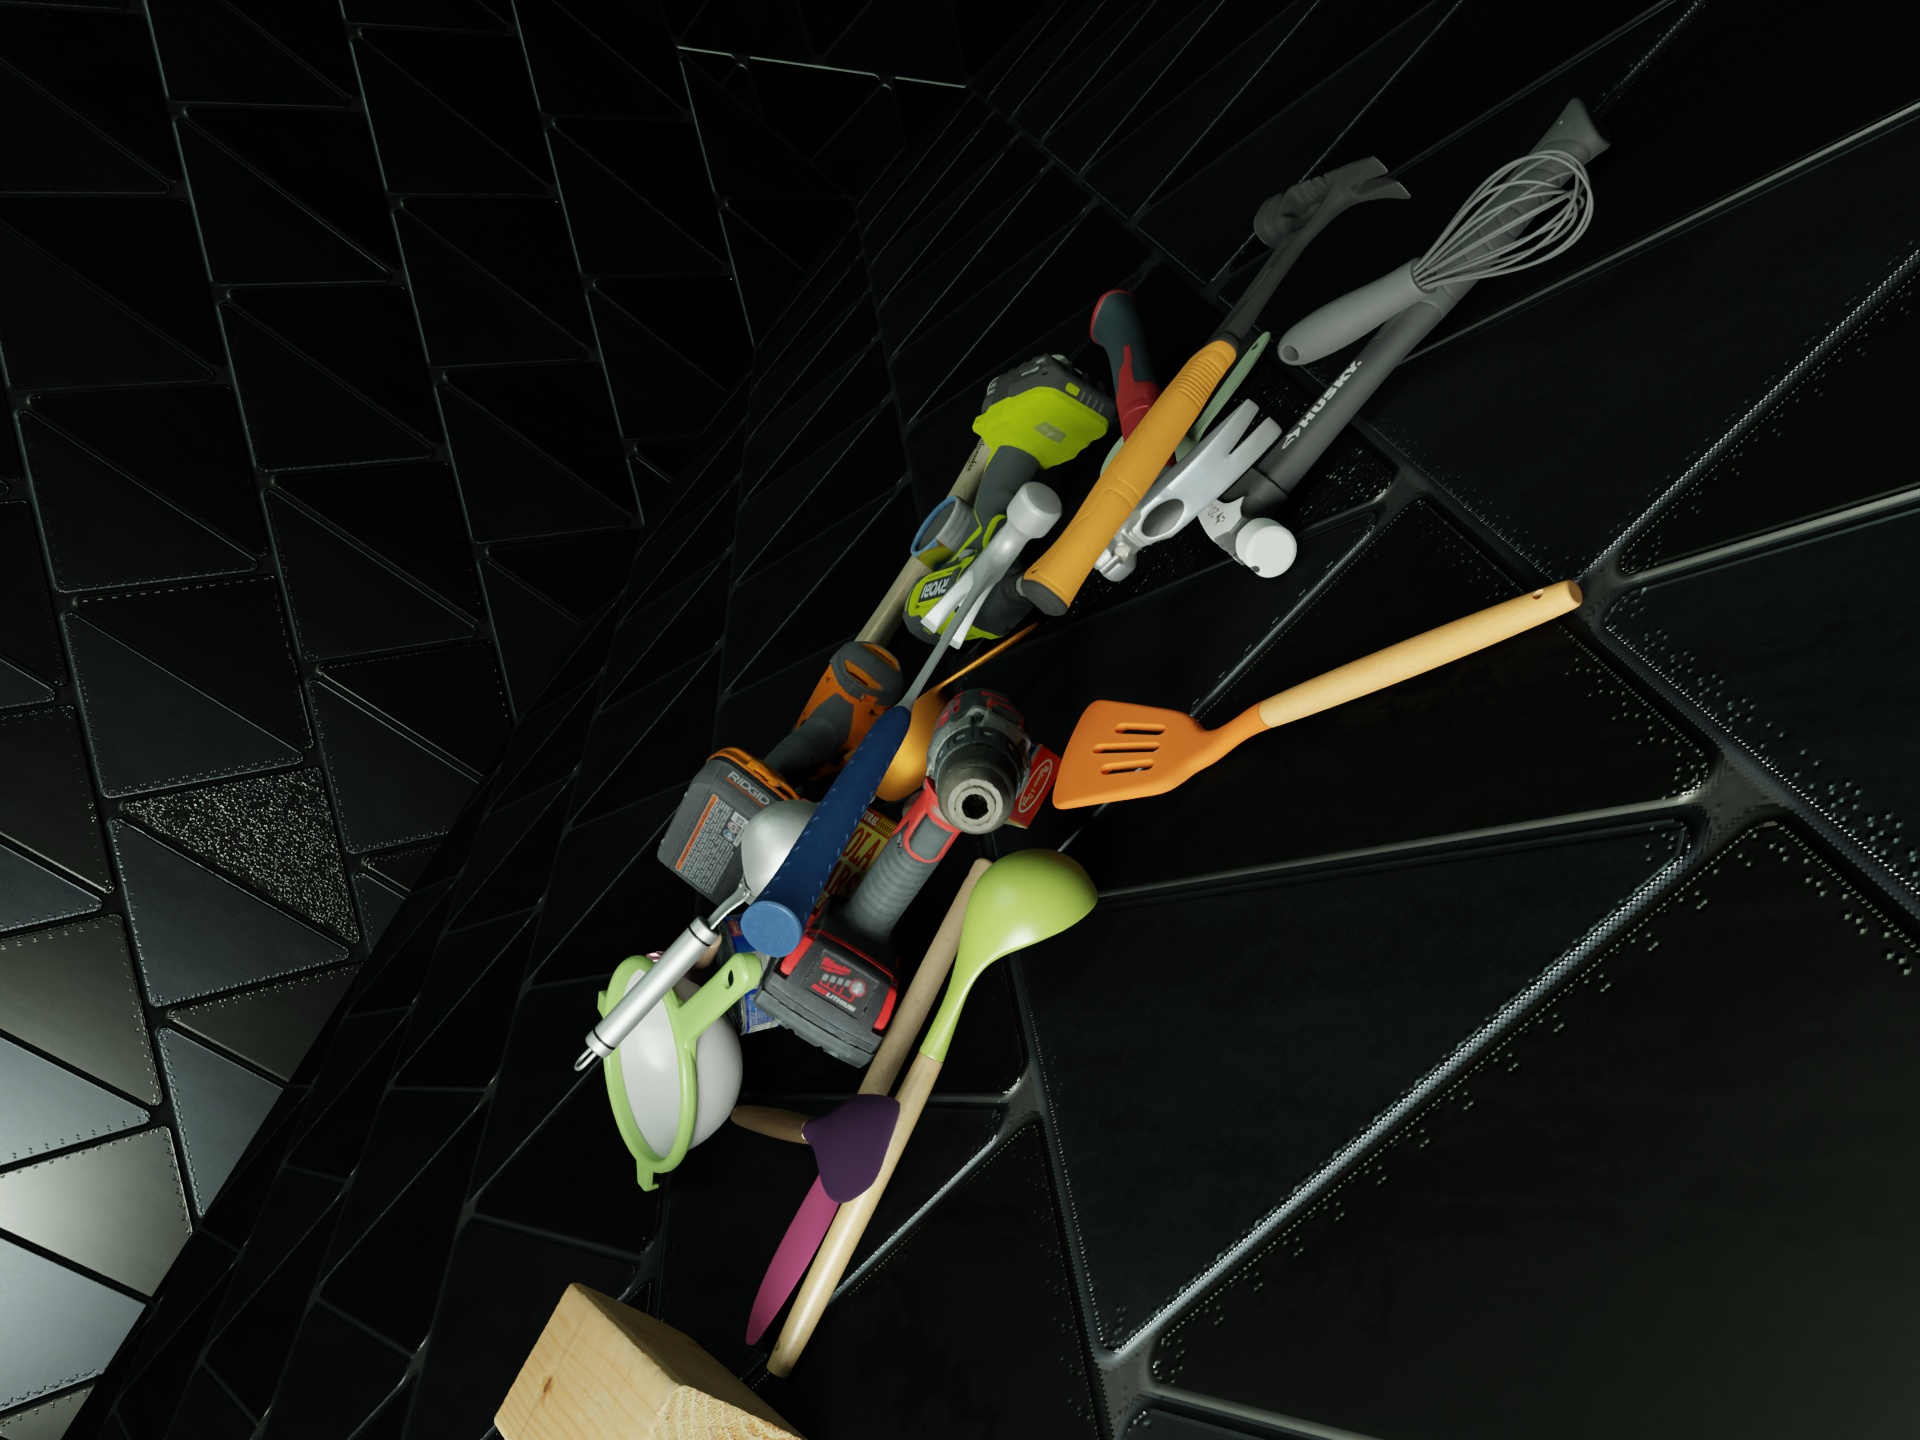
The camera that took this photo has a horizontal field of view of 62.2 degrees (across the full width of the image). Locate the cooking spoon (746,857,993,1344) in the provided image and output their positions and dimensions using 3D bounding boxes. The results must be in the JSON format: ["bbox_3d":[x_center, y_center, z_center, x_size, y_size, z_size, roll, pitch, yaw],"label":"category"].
[{"bbox_3d":[-0.050,0.217,0.947,0.319,0.017,0.068,-62,6,-26],"label":"cooking spoon"}]

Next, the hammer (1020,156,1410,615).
[{"bbox_3d":[0.146,-0.205,0.980,0.337,0.034,0.127,-55,21,-9],"label":"hammer"}]

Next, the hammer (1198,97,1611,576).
[{"bbox_3d":[0.268,-0.238,0.974,0.334,0.035,0.146,-49,22,11],"label":"hammer"}]

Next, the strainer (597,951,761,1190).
[{"bbox_3d":[-0.172,0.213,1.092,0.256,0.069,0.152,-46,56,46],"label":"strainer"}]

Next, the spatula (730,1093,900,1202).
[{"bbox_3d":[-0.096,0.247,0.952,0.316,0.018,0.060,-24,44,67],"label":"spatula"}]

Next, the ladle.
[{"bbox_3d":[-0.018,0.215,0.878,0.320,0.062,0.078,-63,20,-7],"label":"ladle"}]

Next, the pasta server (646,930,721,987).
[{"bbox_3d":[-0.204,0.185,1.192,0.040,0.060,0.316,-19,-9,-17],"label":"pasta server"}]

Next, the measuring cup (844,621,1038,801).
[{"bbox_3d":[-0.002,-0.004,1.153,0.173,0.052,0.095,-35,3,13],"label":"measuring cup"}]

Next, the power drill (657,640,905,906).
[{"bbox_3d":[-0.140,0.048,1.262,0.226,0.084,0.164,-48,-6,-48],"label":"power drill"}]

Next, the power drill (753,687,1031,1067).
[{"bbox_3d":[-0.031,0.091,0.946,0.226,0.080,0.188,-57,5,12],"label":"power drill"}]

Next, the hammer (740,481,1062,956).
[{"bbox_3d":[-0.038,-0.003,0.998,0.144,0.035,0.406,-50,7,42],"label":"hammer"}]

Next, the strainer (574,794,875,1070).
[{"bbox_3d":[-0.158,0.127,1.006,0.258,0.050,0.087,-47,27,2],"label":"strainer"}]

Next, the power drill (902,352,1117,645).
[{"bbox_3d":[0.042,-0.171,1.273,0.171,0.080,0.223,-7,60,64],"label":"power drill"}]

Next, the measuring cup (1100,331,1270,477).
[{"bbox_3d":[0.163,-0.226,1.170,0.167,0.038,0.083,-52,20,9],"label":"measuring cup"}]

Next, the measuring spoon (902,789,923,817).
[{"bbox_3d":[-0.001,0.035,1.140,0.124,0.018,0.034,-43,23,24],"label":"measuring spoon"}]

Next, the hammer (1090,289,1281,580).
[{"bbox_3d":[0.140,-0.243,1.144,0.143,0.038,0.387,-41,24,25],"label":"hammer"}]

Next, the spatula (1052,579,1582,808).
[{"bbox_3d":[0.170,-0.015,0.821,0.322,0.041,0.081,-26,33,49],"label":"spatula"}]

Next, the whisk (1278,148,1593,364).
[{"bbox_3d":[0.261,-0.255,0.908,0.239,0.055,0.055,-21,38,59],"label":"whisk"}]

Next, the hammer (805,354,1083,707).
[{"bbox_3d":[-0.020,-0.166,1.476,0.411,0.038,0.146,-59,23,-13],"label":"hammer"}]
